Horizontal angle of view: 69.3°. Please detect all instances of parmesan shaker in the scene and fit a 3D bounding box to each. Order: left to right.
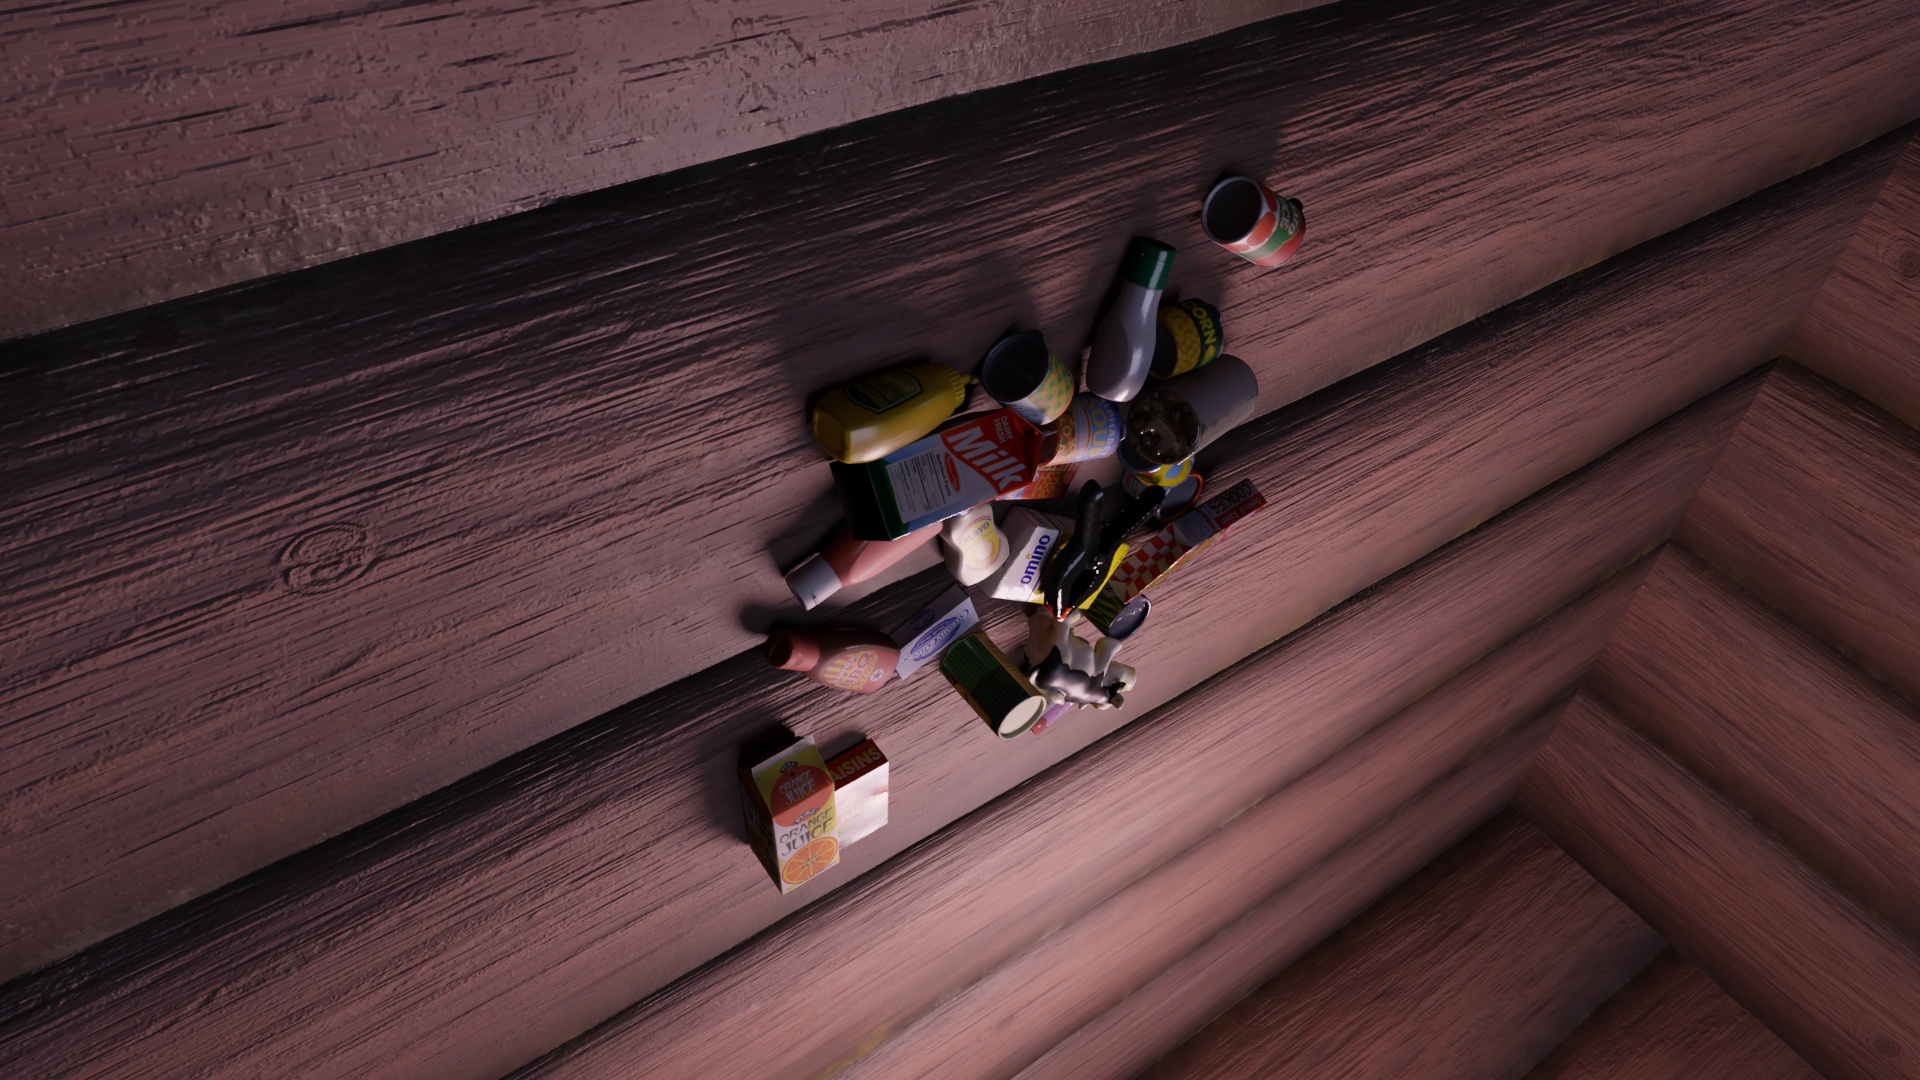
[{"bbox_3d":[0.034,0.156,1.487,0.071,0.103,0.071,-28,143,-23],"label":"parmesan shaker"}]

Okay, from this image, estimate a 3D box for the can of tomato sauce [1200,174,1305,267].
[{"bbox_3d":[0.273,-0.297,1.287,0.083,0.071,0.071,9,120,-50],"label":"can of tomato sauce"}]

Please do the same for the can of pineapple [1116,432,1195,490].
[{"bbox_3d":[0.200,-0.090,1.434,0.071,0.071,0.058,-49,146,7],"label":"can of pineapple"}]

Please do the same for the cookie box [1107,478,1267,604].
[{"bbox_3d":[0.253,-0.001,1.550,0.168,0.040,0.122,-26,165,-45],"label":"cookie box"}]

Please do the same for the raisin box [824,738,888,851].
[{"bbox_3d":[-0.122,0.282,1.514,0.086,0.040,0.122,-26,144,-25],"label":"raisin box"}]

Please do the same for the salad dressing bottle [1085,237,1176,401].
[{"bbox_3d":[0.158,-0.202,1.276,0.044,0.064,0.147,-1,120,-34],"label":"salad dressing bottle"}]

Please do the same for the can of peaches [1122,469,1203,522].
[{"bbox_3d":[0.219,-0.063,1.491,0.071,0.058,0.070,-28,143,-23],"label":"can of peaches"}]

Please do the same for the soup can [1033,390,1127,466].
[{"bbox_3d":[0.102,-0.105,1.307,0.084,0.071,0.071,-11,134,-40],"label":"soup can"}]

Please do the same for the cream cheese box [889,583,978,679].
[{"bbox_3d":[-0.032,0.093,1.421,0.104,0.024,0.053,-38,148,-10],"label":"cream cheese box"}]

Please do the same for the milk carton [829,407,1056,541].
[{"bbox_3d":[-0.009,-0.065,1.207,0.191,0.072,0.073,-23,102,-29],"label":"milk carton"}]

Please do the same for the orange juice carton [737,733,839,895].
[{"bbox_3d":[-0.175,0.270,1.414,0.072,0.073,0.191,-26,142,-25],"label":"orange juice carton"}]

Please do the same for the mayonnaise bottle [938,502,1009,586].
[{"bbox_3d":[0.005,-0.017,1.325,0.065,0.041,0.147,-38,147,-11],"label":"mayonnaise bottle"}]

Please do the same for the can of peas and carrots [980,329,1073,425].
[{"bbox_3d":[0.061,-0.144,1.227,0.071,0.071,0.058,-48,147,5],"label":"can of peas and carrots"}]

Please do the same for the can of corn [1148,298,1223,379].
[{"bbox_3d":[0.209,-0.194,1.328,0.058,0.071,0.070,-22,141,-29],"label":"can of corn"}]

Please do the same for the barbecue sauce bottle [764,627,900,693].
[{"bbox_3d":[-0.124,0.110,1.323,0.064,0.044,0.148,-53,145,14],"label":"barbecue sauce bottle"}]

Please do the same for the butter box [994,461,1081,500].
[{"bbox_3d":[0.072,-0.067,1.358,0.104,0.024,0.053,-3,128,-46],"label":"butter box"}]

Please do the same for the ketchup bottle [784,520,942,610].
[{"bbox_3d":[-0.087,0.007,1.250,0.149,0.043,0.064,-35,145,-14],"label":"ketchup bottle"}]

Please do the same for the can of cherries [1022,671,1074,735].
[{"bbox_3d":[0.089,0.184,1.612,0.058,0.072,0.071,-41,147,-5],"label":"can of cherries"}]

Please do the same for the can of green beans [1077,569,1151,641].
[{"bbox_3d":[0.176,0.074,1.592,0.071,0.058,0.071,-28,143,-23],"label":"can of green beans"}]

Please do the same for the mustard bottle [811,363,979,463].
[{"bbox_3d":[-0.046,-0.114,1.150,0.161,0.065,0.048,-27,140,-34],"label":"mustard bottle"}]
